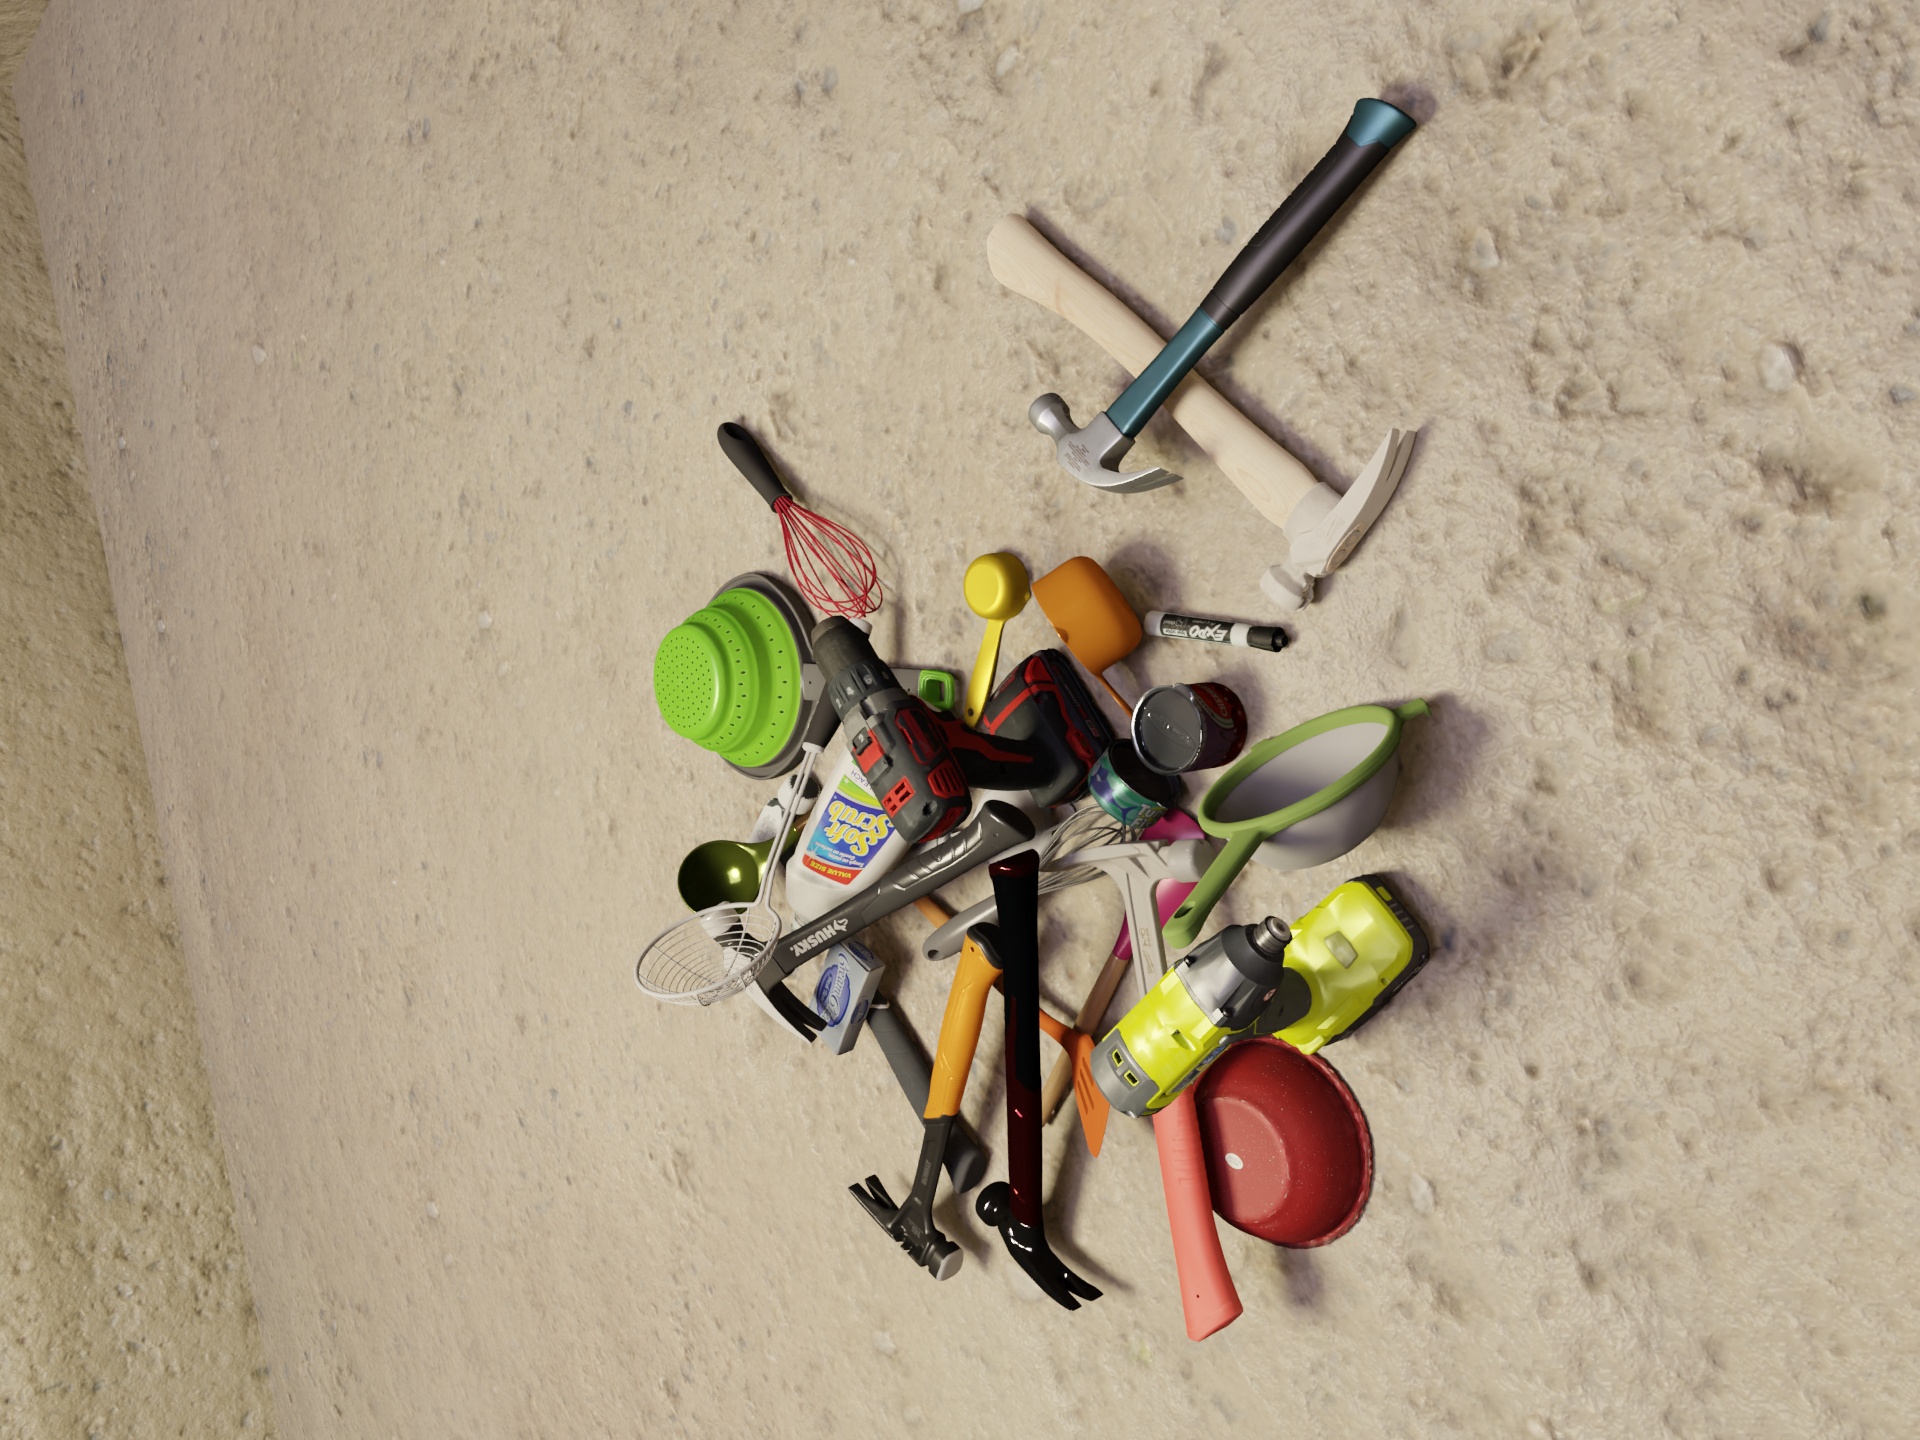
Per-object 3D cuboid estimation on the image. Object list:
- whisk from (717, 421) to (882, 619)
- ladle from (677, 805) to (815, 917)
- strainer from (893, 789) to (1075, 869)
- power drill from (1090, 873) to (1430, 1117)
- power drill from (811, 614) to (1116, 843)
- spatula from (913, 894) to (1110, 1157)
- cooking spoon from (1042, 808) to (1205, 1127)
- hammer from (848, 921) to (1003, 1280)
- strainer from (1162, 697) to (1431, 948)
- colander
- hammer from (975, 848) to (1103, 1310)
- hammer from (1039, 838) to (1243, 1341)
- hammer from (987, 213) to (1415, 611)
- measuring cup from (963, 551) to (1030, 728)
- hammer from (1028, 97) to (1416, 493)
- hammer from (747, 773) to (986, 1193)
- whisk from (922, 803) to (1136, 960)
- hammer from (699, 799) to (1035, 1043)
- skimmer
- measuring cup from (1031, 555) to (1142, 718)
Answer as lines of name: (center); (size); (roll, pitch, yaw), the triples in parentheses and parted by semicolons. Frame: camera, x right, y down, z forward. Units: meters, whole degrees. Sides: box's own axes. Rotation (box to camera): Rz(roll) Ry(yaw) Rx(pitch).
whisk: (-0.157, -0.190, 1.480); (0.296, 0.073, 0.073); (52, 127, 34)
ladle: (-0.136, 0.085, 1.447); (0.320, 0.062, 0.078); (-36, 72, 25)
strainer: (-0.007, 0.106, 1.377); (0.258, 0.050, 0.087); (-21, 71, 47)
power drill: (0.206, 0.173, 1.046); (0.080, 0.223, 0.171); (54, 128, 25)
power drill: (-0.002, -0.004, 1.227); (0.080, 0.226, 0.188); (-48, 63, 36)
spatula: (0.035, 0.228, 1.328); (0.323, 0.041, 0.081); (40, 135, 42)
cooking spoon: (0.119, 0.208, 1.278); (0.069, 0.017, 0.318); (41, 121, 35)
hammer: (-0.017, 0.314, 1.358); (0.127, 0.034, 0.336); (33, 121, 37)
strainer: (0.212, 0.084, 1.042); (0.151, 0.256, 0.069); (-19, 109, 47)
colander: (-0.172, -0.035, 1.483); (0.397, 0.094, 0.204); (5, 98, 44)
hammer: (0.058, 0.280, 1.247); (0.143, 0.038, 0.386); (33, 133, 51)
hammer: (0.146, 0.268, 1.168); (0.149, 0.036, 0.359); (-13, 84, 45)
hammer: (0.155, -0.266, 1.181); (0.411, 0.038, 0.146); (50, 124, 29)
measuring cup: (0.017, -0.066, 1.340); (0.062, 0.029, 0.156); (26, 111, 40)
hammer: (0.185, -0.293, 1.112); (0.331, 0.033, 0.128); (-48, 58, 25)
hammer: (-0.092, 0.252, 1.478); (0.149, 0.036, 0.409); (-51, 61, 36)
whisk: (0.050, 0.138, 1.298); (0.239, 0.055, 0.055); (-38, 68, 31)
hammer: (-0.070, 0.160, 1.353); (0.334, 0.035, 0.146); (-32, 95, 30)
skimmer: (-0.165, 0.070, 1.348); (0.127, 0.090, 0.363); (9, 75, 45)
measuring cup: (0.126, -0.050, 1.218); (0.052, 0.095, 0.173); (-38, 91, 12)
